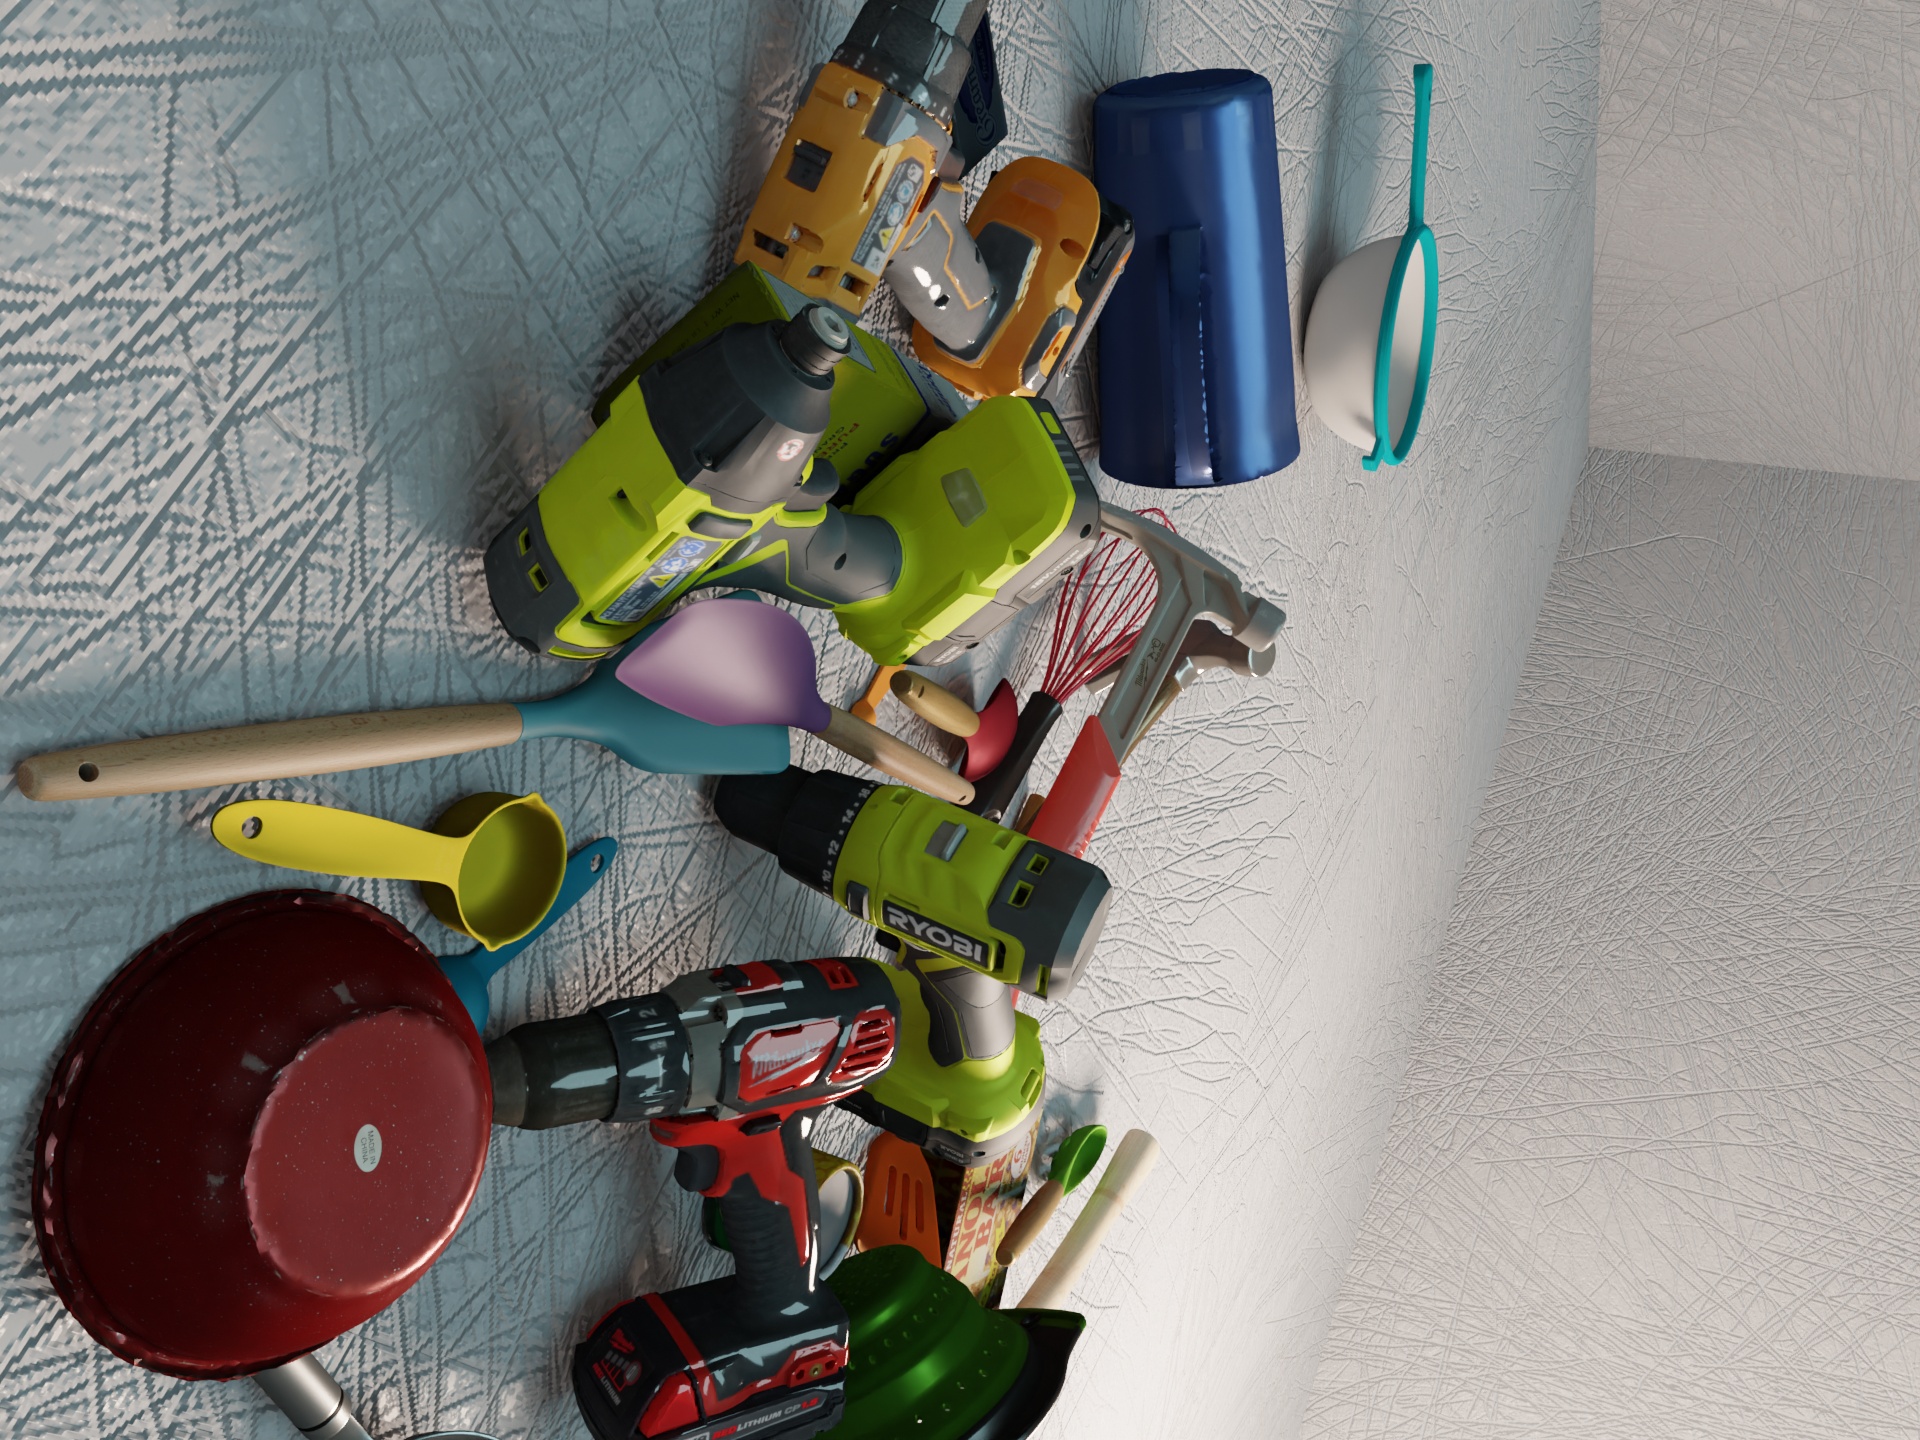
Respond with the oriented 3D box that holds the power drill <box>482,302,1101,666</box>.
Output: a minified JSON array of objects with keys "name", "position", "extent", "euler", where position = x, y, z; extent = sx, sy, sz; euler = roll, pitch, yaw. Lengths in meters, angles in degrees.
[{"name":"power drill","position":[-0.050,-0.085,0.626],"extent":[0.223,0.171,0.080],"euler":[0,60,-53]}]

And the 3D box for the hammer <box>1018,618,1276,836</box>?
[{"name":"hammer","position":[0.069,0.053,1.028],"extent":[0.331,0.130,0.031],"euler":[-51,127,-25]}]

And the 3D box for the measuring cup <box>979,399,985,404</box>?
[{"name":"measuring cup","position":[0.014,-0.122,0.886],"extent":[0.095,0.052,0.174],"euler":[57,48,-50]}]

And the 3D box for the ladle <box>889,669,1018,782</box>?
[{"name":"ladle","position":[-0.001,-0.003,0.830],"extent":[0.315,0.031,0.069],"euler":[30,82,-80]}]

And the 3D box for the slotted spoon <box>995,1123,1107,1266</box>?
[{"name":"slotted spoon","position":[0.063,0.339,1.135],"extent":[0.070,0.031,0.313],"euler":[-61,167,4]}]

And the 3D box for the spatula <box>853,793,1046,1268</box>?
[{"name":"spatula","position":[0.004,0.190,1.012],"extent":[0.081,0.041,0.323],"euler":[41,61,-37]}]

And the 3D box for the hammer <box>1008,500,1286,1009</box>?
[{"name":"hammer","position":[0.064,0.042,0.966],"extent":[0.359,0.149,0.036],"euler":[-61,-174,-17]}]

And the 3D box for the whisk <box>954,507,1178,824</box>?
[{"name":"whisk","position":[0.065,-0.027,1.032],"extent":[0.296,0.073,0.073],"euler":[-57,147,-24]}]

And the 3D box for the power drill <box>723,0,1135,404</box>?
[{"name":"power drill","position":[0.001,-0.249,0.744],"extent":[0.226,0.084,0.185],"euler":[6,114,-61]}]

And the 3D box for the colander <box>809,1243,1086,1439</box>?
[{"name":"colander","position":[-0.109,0.379,0.809],"extent":[0.397,0.204,0.094],"euler":[-26,90,-39]}]

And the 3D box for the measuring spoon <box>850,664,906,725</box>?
[{"name":"measuring spoon","position":[-0.030,-0.035,0.884],"extent":[0.117,0.011,0.021],"euler":[-59,148,-34]}]

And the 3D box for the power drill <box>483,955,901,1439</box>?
[{"name":"power drill","position":[-0.123,0.217,0.702],"extent":[0.187,0.080,0.226],"euler":[-3,108,-34]}]

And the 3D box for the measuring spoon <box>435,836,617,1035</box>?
[{"name":"measuring spoon","position":[-0.174,0.089,0.641],"extent":[0.129,0.021,0.042],"euler":[-48,141,-42]}]

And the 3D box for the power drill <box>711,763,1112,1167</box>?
[{"name":"power drill","position":[-0.030,0.116,0.792],"extent":[0.080,0.190,0.228],"euler":[-57,161,-37]}]

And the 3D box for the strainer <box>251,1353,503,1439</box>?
[{"name":"strainer","position":[-0.230,0.256,0.584],"extent":[0.087,0.050,0.258],"euler":[-30,127,-18]}]

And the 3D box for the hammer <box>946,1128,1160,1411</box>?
[{"name":"hammer","position":[0.065,0.415,1.152],"extent":[0.410,0.038,0.146],"euler":[-27,137,-63]}]

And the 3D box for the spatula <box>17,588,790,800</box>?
[{"name":"spatula","position":[-0.176,0.000,0.579],"extent":[0.317,0.044,0.082],"euler":[-11,91,-60]}]

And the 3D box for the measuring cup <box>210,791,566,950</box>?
[{"name":"measuring cup","position":[-0.204,0.045,0.566],"extent":[0.156,0.029,0.062],"euler":[23,80,-58]}]

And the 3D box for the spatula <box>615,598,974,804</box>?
[{"name":"spatula","position":[-0.052,0.003,0.712],"extent":[0.060,0.018,0.315],"euler":[-39,156,7]}]

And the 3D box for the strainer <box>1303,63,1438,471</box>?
[{"name":"strainer","position":[0.363,-0.400,1.416],"extent":[0.211,0.095,0.340],"euler":[-37,130,-56]}]
